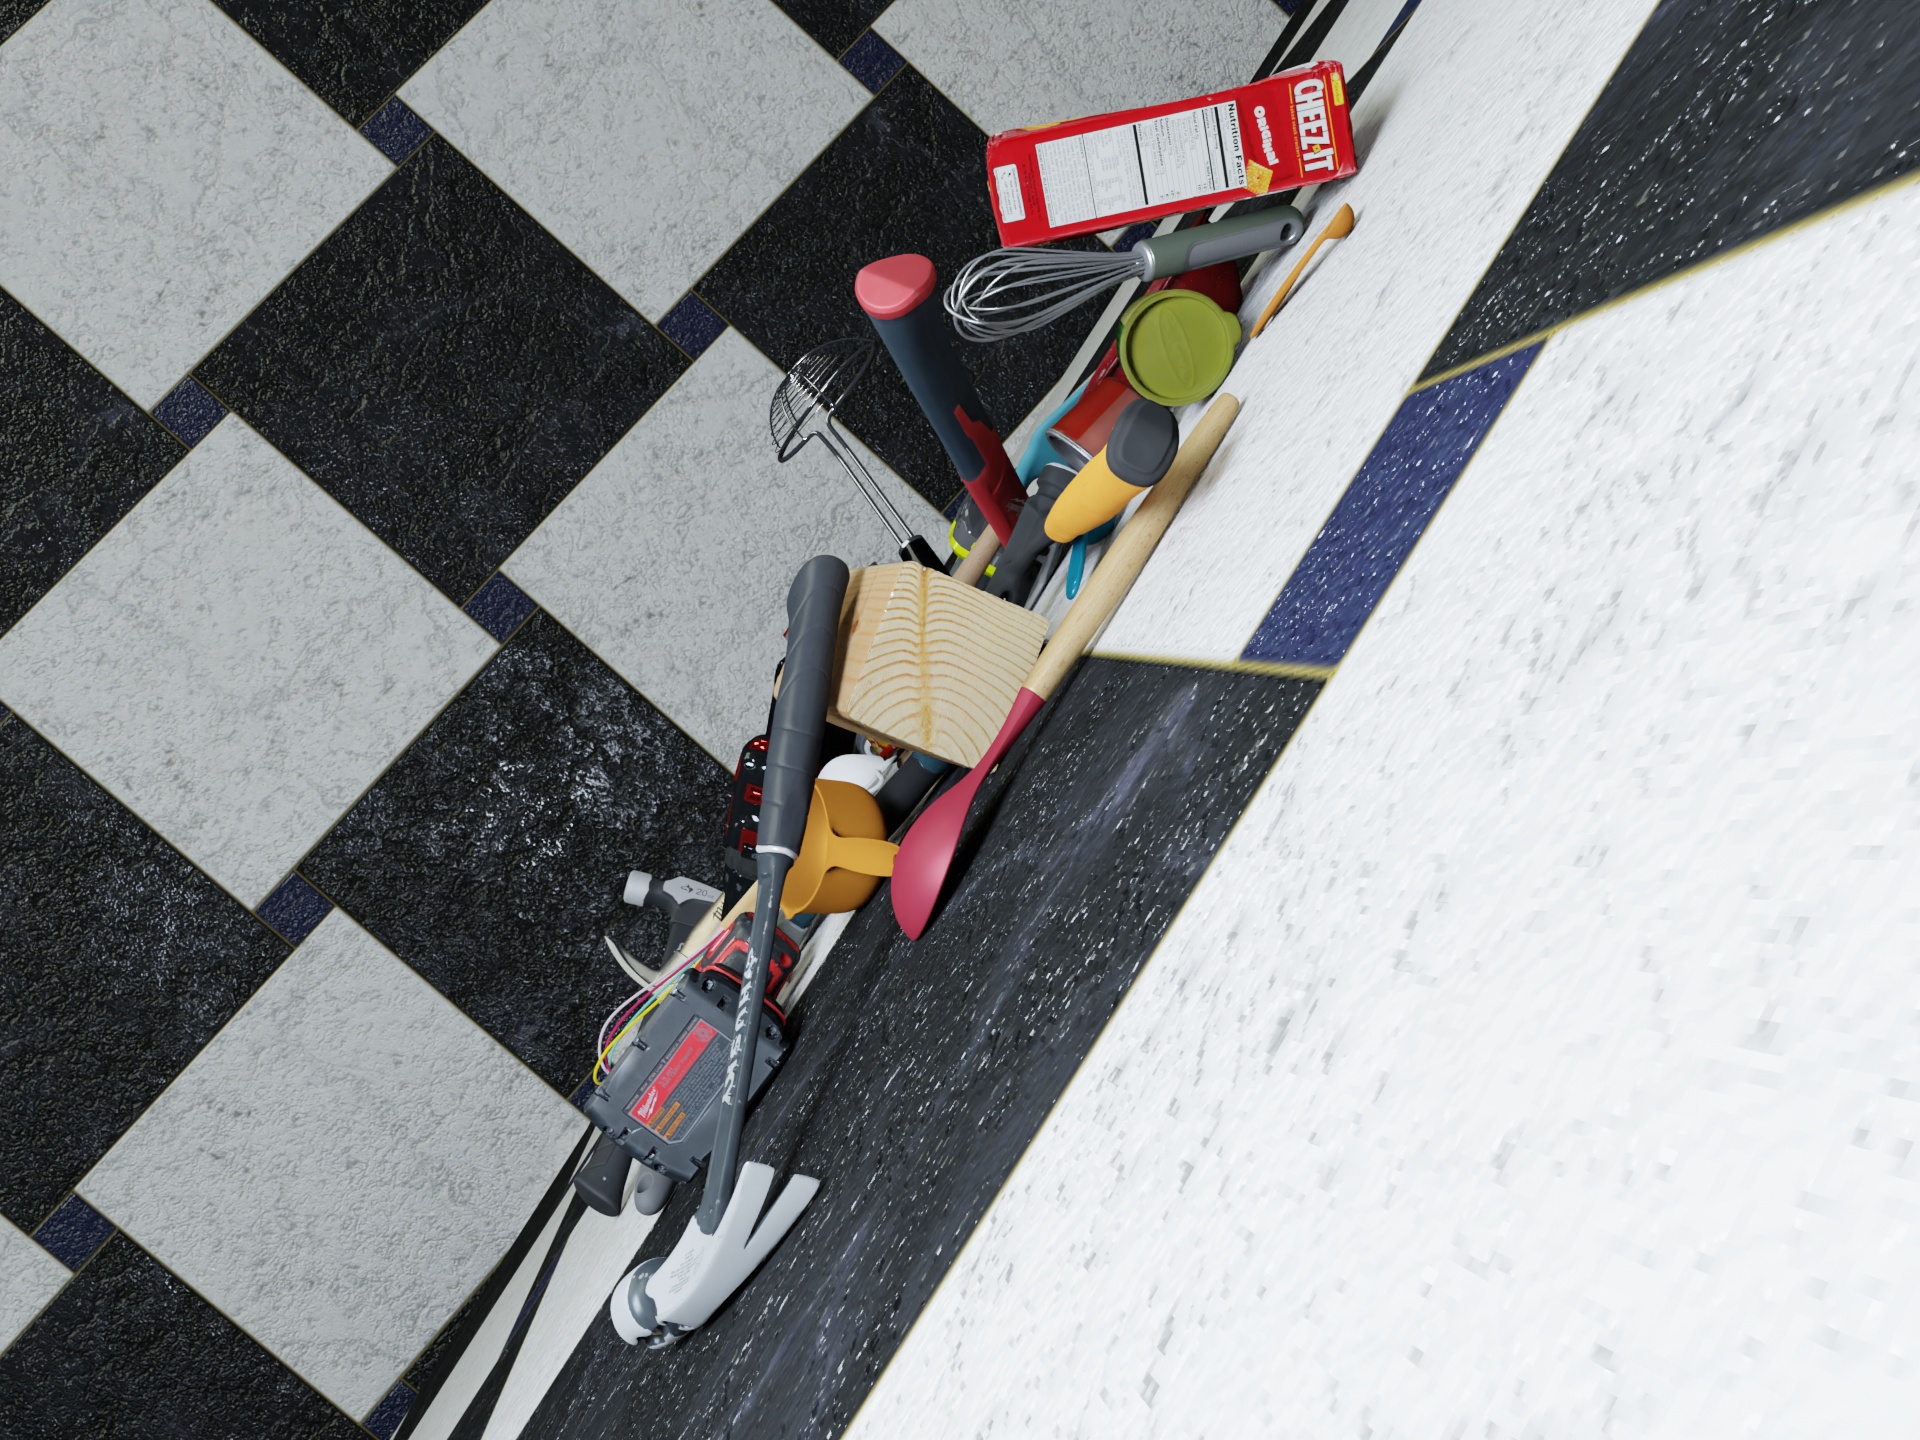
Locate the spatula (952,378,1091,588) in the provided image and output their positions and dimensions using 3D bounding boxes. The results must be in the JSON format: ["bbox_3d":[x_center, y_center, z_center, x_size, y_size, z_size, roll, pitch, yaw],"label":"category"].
[{"bbox_3d":[0.027,-0.124,1.161,0.318,0.044,0.082,-58,-30,-22],"label":"spatula"}]

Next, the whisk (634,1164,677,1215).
[{"bbox_3d":[-0.199,0.271,1.144,0.055,0.055,0.239,-55,10,22],"label":"whisk"}]

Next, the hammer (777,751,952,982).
[{"bbox_3d":[-0.072,0.088,1.124,0.331,0.033,0.128,-50,8,50],"label":"hammer"}]

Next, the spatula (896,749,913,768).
[{"bbox_3d":[-0.002,-0.004,1.098,0.060,0.018,0.316,-43,0,-21],"label":"spatula"}]

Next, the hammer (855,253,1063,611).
[{"bbox_3d":[0.001,-0.155,0.980,0.143,0.038,0.386,-60,-21,-7],"label":"hammer"}]

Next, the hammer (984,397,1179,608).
[{"bbox_3d":[0.059,-0.109,0.870,0.127,0.034,0.337,-64,5,-5],"label":"hammer"}]

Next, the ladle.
[{"bbox_3d":[0.051,-0.033,0.781,0.315,0.031,0.069,-56,6,-9],"label":"ladle"}]

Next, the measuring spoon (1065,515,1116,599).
[{"bbox_3d":[0.080,-0.102,0.958,0.129,0.021,0.042,-75,12,-56],"label":"measuring spoon"}]

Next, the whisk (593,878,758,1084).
[{"bbox_3d":[-0.182,0.172,1.160,0.245,0.047,0.051,-50,36,-4],"label":"whisk"}]

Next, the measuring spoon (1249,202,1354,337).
[{"bbox_3d":[0.184,-0.239,0.860,0.021,0.011,0.117,-60,3,-24],"label":"measuring spoon"}]

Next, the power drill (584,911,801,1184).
[{"bbox_3d":[-0.168,0.207,1.029,0.143,0.078,0.220,-53,4,1],"label":"power drill"}]

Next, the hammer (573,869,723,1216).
[{"bbox_3d":[-0.271,0.286,1.431,0.035,0.146,0.335,110,173,-47],"label":"hammer"}]

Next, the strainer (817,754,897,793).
[{"bbox_3d":[-0.095,0.073,1.288,0.087,0.050,0.258,-46,-7,-19],"label":"strainer"}]

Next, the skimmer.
[{"bbox_3d":[-0.051,-0.173,1.268,0.127,0.364,0.090,-45,-31,19],"label":"skimmer"}]

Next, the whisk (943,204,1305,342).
[{"bbox_3d":[0.103,-0.273,0.953,0.246,0.059,0.057,-19,-43,-18],"label":"whisk"}]

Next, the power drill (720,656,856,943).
[{"bbox_3d":[-0.147,0.065,1.327,0.227,0.080,0.187,-74,-2,-62],"label":"power drill"}]

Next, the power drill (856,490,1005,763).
[{"bbox_3d":[-0.013,-0.075,1.310,0.228,0.080,0.191,-58,5,21],"label":"power drill"}]

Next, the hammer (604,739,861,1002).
[{"bbox_3d":[-0.153,0.084,1.456,0.411,0.146,0.038,-54,-30,-13],"label":"hammer"}]

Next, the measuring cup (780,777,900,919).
[{"bbox_3d":[-0.060,0.082,0.988,0.174,0.052,0.095,1,85,56],"label":"measuring cup"}]

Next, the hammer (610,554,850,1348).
[{"bbox_3d":[-0.090,0.076,0.765,0.149,0.036,0.409,-47,29,46],"label":"hammer"}]
